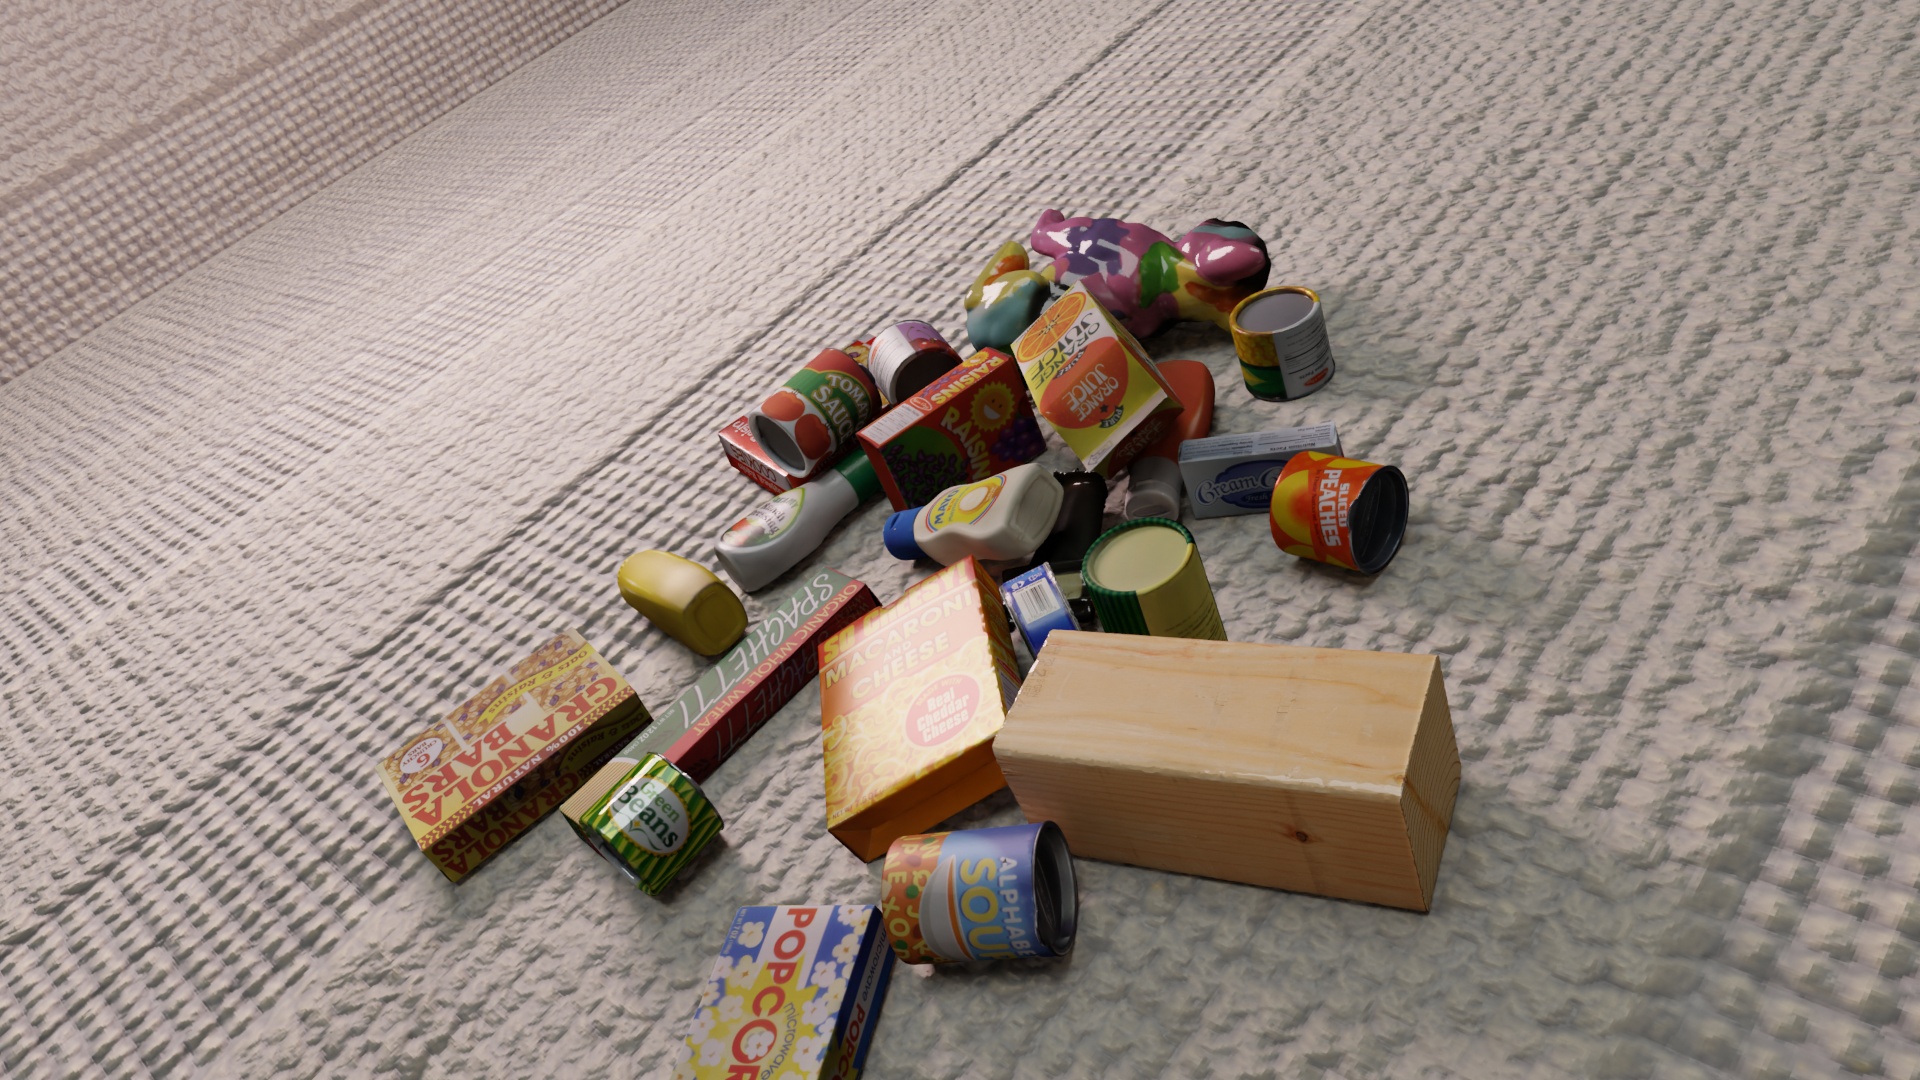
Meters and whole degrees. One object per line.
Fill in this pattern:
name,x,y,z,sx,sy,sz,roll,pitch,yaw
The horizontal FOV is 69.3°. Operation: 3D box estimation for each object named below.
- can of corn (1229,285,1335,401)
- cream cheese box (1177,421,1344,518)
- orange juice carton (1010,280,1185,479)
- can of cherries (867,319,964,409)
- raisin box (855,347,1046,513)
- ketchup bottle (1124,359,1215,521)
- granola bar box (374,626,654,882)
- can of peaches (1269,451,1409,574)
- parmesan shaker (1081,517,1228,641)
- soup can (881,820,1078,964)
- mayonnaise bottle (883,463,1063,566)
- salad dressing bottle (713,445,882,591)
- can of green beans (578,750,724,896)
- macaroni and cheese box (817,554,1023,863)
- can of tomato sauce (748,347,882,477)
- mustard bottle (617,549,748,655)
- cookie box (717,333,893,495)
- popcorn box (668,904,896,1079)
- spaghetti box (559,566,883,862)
can of corn,0.232,-0.145,1.011,0.071,0.058,0.071,-15,36,12
cream cheese box,0.198,-0.045,0.905,0.104,0.053,0.024,-6,41,24
orange juice carton,0.096,-0.108,0.963,0.071,0.073,0.193,-43,22,14
can of cherries,-0.030,-0.131,1.081,0.071,0.071,0.058,-28,35,-6
raisin box,-0.005,-0.075,1.033,0.124,0.085,0.040,-35,34,-16
ketchup bottle,0.142,-0.068,0.976,0.064,0.043,0.150,-11,37,24
granola bar box,-0.308,0.144,0.962,0.166,0.039,0.124,-38,37,-19
can of peaches,0.227,-0.018,0.839,0.058,0.071,0.071,17,52,44
parmesan shaker,0.116,0.044,0.793,0.071,0.102,0.072,-16,35,12
soup can,0.009,0.181,0.705,0.083,0.071,0.072,-10,37,20
mayonnaise bottle,0.003,-0.012,0.949,0.148,0.041,0.065,-11,43,50
salad dressing bottle,-0.117,-0.021,1.063,0.148,0.043,0.064,-38,35,-19
can of green beans,-0.186,0.170,0.834,0.071,0.071,0.058,18,52,44
macaroni and cheese box,-0.024,0.095,0.839,0.123,0.040,0.167,-31,34,13
can of tomato sauce,-0.111,-0.098,1.072,0.071,0.071,0.083,19,54,44
mustard bottle,-0.217,0.037,1.031,0.049,0.065,0.160,-44,36,-20
cookie box,-0.104,-0.102,1.166,0.168,0.040,0.123,-37,38,-19
popcorn box,-0.090,0.247,0.703,0.085,0.038,0.127,-6,39,23
spaghetti box,-0.155,0.109,0.928,0.050,0.028,0.251,19,54,43
